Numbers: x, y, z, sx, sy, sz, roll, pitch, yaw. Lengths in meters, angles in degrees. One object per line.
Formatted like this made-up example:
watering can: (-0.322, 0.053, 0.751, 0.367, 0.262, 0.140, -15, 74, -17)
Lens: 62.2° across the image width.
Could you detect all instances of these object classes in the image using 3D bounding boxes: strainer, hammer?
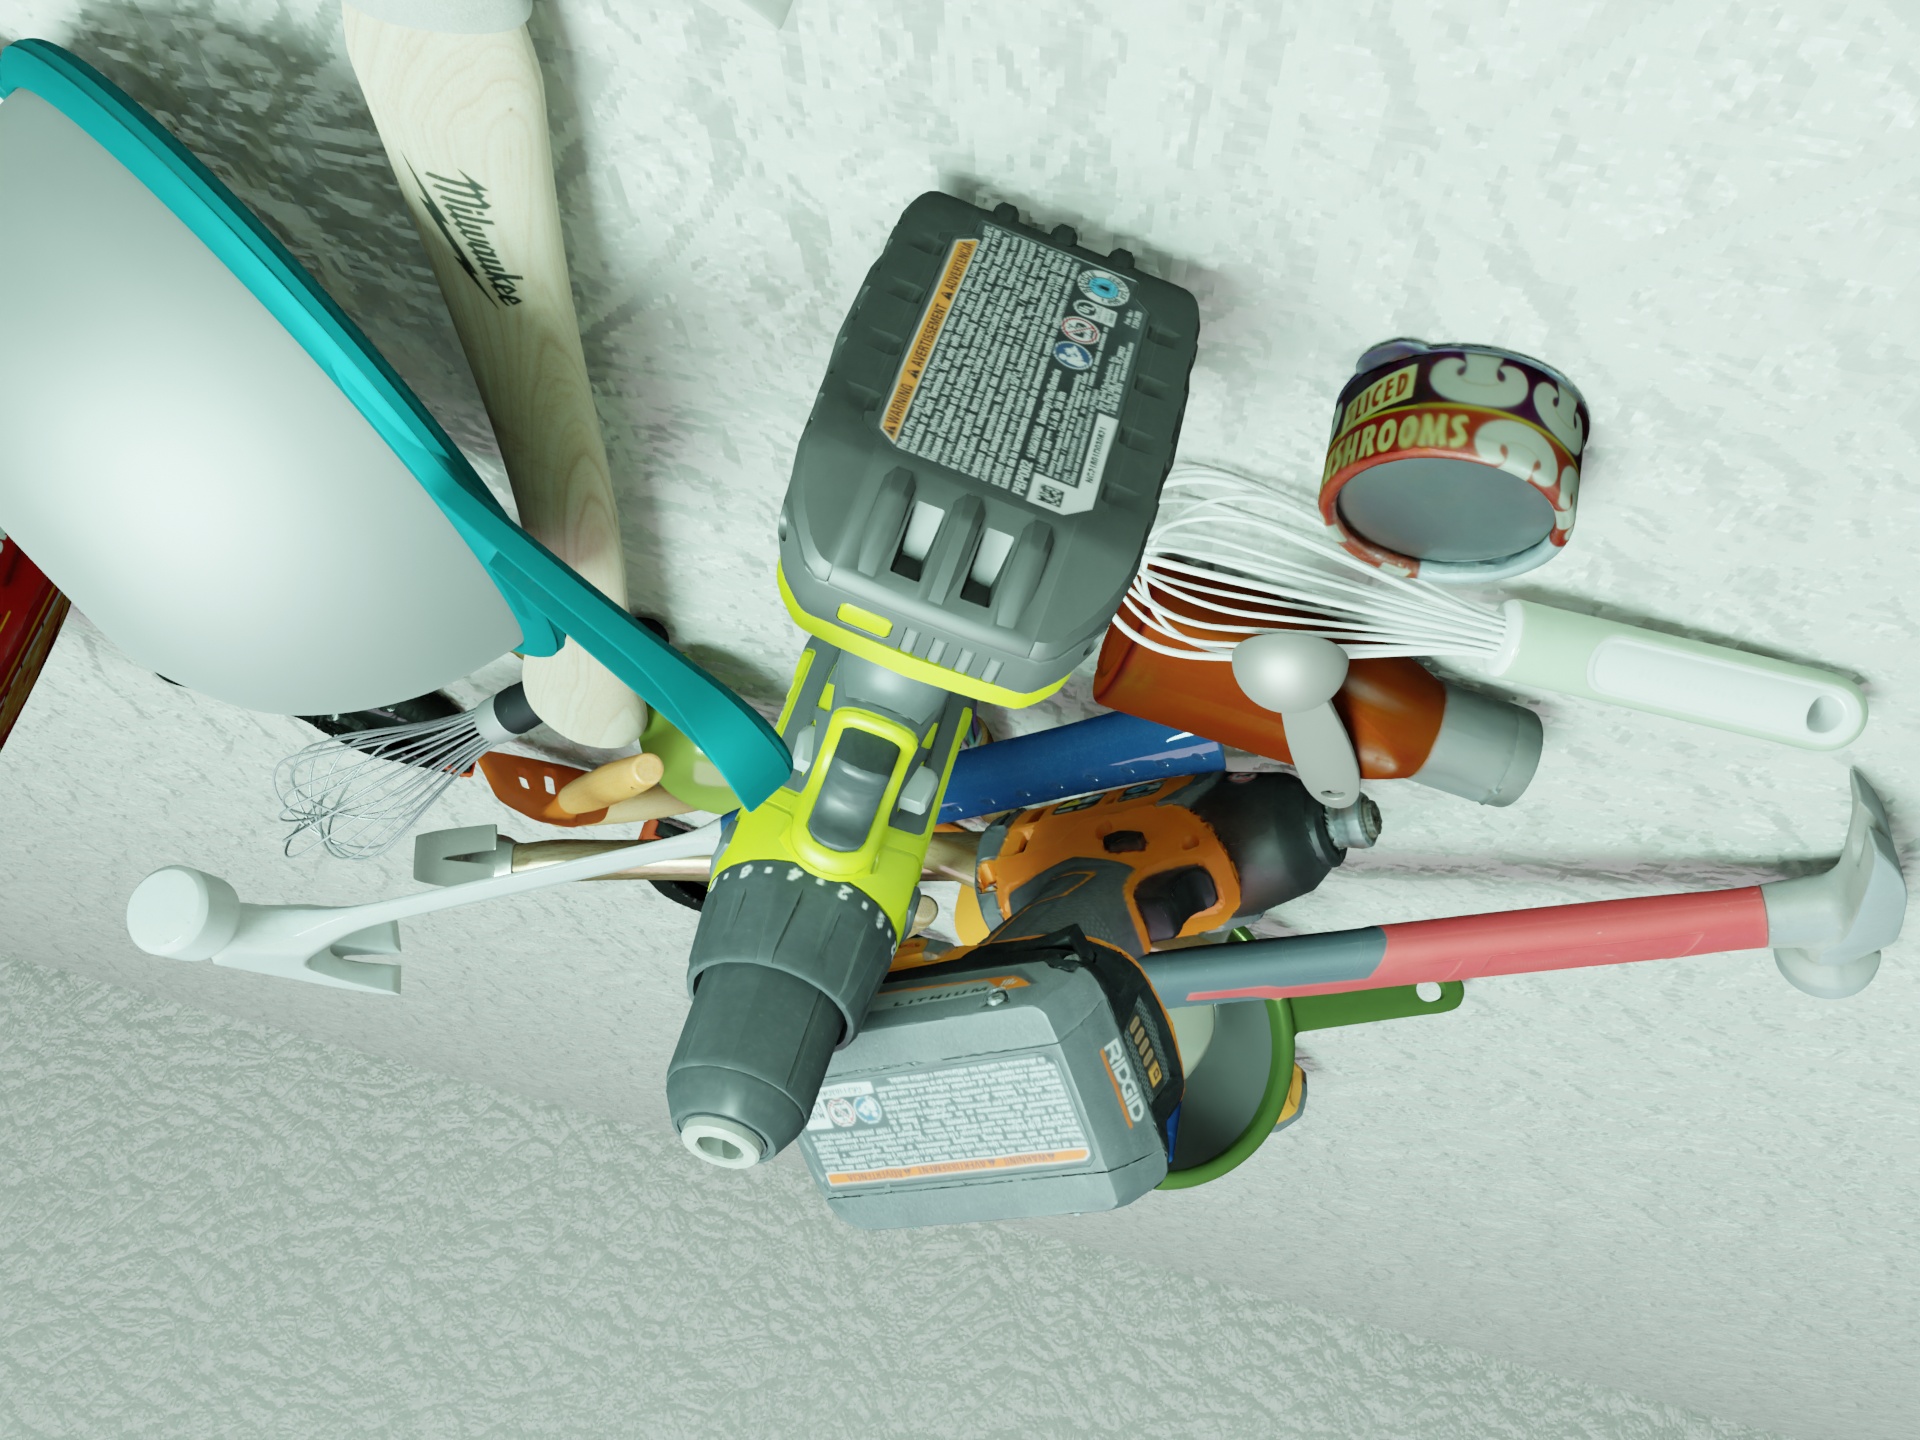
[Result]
strainer: (-0.175, -0.042, 0.408, 0.341, 0.095, 0.210, 34, 161, 37)
strainer: (0.136, 0.156, 0.817, 0.256, 0.152, 0.069, -3, 160, -20)
hammer: (0.162, 0.091, 0.646, 0.386, 0.038, 0.143, -10, 149, 19)
hammer: (-0.103, 0.067, 0.780, 0.331, 0.031, 0.130, -1, 174, 3)
hammer: (-0.121, -0.088, 0.498, 0.146, 0.038, 0.410, 14, 153, 1)
hammer: (-0.099, 0.048, 0.626, 0.405, 0.035, 0.144, -13, 161, 7)

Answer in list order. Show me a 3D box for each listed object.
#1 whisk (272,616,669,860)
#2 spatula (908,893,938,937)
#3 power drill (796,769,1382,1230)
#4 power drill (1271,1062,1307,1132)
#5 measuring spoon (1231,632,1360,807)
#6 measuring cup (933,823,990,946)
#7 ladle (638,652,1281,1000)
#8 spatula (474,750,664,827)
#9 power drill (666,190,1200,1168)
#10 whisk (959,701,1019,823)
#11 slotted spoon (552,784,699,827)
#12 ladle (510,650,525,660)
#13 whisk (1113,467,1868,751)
whisk: (-0.239, 0.010, 0.758, 0.284, 0.070, 0.070, -23, 139, 33)
spatula: (-0.043, 0.095, 0.803, 0.082, 0.044, 0.317, 2, 170, -10)
power drill: (0.053, 0.080, 0.564, 0.164, 0.226, 0.084, -15, 102, 29)
power drill: (0.092, 0.219, 1.056, 0.226, 0.084, 0.185, -7, 148, 36)
measuring spoon: (0.112, 0.008, 0.507, 0.034, 0.018, 0.124, -1, 154, 22)
measuring cup: (0.006, 0.090, 0.840, 0.173, 0.052, 0.095, 25, 156, -27)
ladle: (0.005, 0.054, 0.718, 0.320, 0.062, 0.078, 22, 171, -5)
spatula: (-0.178, 0.026, 0.755, 0.081, 0.041, 0.322, 14, 169, -21)
power drill: (-0.021, -0.002, 0.428, 0.080, 0.191, 0.228, 21, 139, -4)
whisk: (0.001, -0.003, 0.652, 0.051, 0.047, 0.244, 21, 164, 18)
slotted spoon: (-0.158, 0.043, 0.873, 0.070, 0.031, 0.314, -3, 176, -38)
ladle: (-0.257, -0.095, 0.620, 0.069, 0.031, 0.315, 27, 169, 33)
whisk: (0.158, -0.027, 0.483, 0.246, 0.058, 0.059, 13, -168, -3)
